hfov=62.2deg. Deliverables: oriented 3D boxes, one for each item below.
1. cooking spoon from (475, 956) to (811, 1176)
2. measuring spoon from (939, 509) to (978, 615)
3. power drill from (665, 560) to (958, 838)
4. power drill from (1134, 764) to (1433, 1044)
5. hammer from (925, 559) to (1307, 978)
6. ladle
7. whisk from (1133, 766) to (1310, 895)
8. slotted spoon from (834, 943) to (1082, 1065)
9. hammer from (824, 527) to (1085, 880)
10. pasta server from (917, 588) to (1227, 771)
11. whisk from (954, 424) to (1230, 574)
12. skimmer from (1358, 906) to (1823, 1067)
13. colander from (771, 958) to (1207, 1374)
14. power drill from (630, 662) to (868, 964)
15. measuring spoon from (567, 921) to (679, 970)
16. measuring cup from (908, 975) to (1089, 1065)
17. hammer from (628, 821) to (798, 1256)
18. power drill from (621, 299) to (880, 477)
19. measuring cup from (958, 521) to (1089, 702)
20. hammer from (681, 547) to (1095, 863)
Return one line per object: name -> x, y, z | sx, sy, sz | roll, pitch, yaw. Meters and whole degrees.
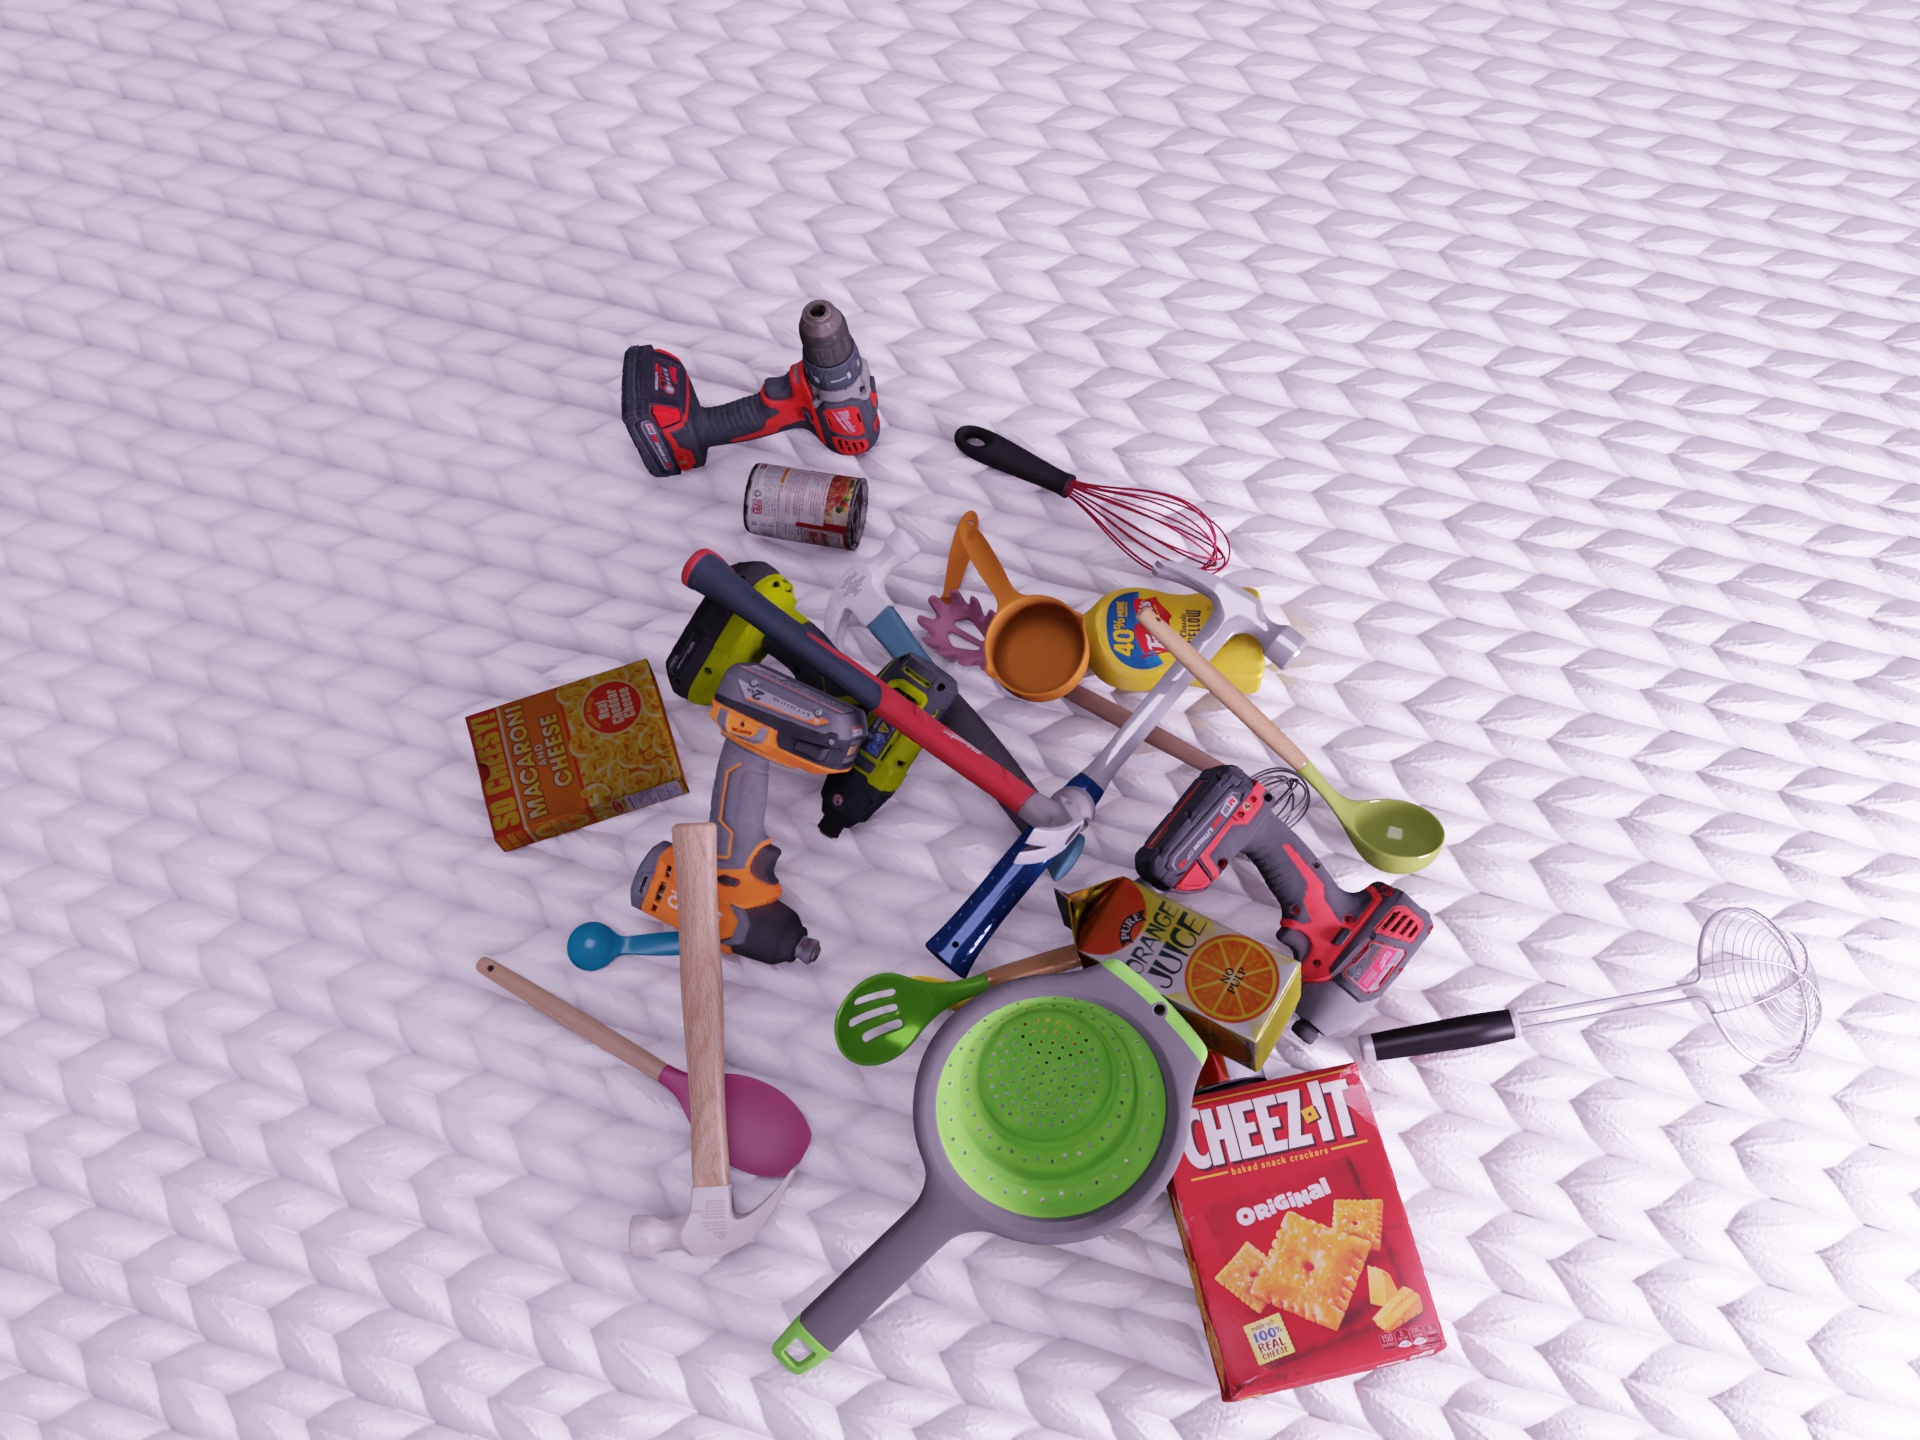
cooking spoon -> -0.261, 0.272, 1.286 | 0.319, 0.017, 0.069 | 27, 76, 13
measuring spoon -> -0.002, -0.145, 1.471 | 0.021, 0.011, 0.117 | 11, 63, 6
power drill -> -0.135, -0.020, 1.367 | 0.223, 0.080, 0.171 | 35, 99, 15
power drill -> 0.253, 0.148, 1.270 | 0.219, 0.078, 0.143 | 39, 86, -1
hammer -> 0.111, 0.040, 1.318 | 0.144, 0.035, 0.405 | 39, 78, 8
ladle -> 0.269, 0.012, 1.300 | 0.320, 0.062, 0.078 | 42, 39, -9
whisk -> 0.195, 0.117, 1.329 | 0.239, 0.055, 0.055 | -35, 69, -8
slotted spoon -> 0.043, 0.203, 1.265 | 0.313, 0.031, 0.070 | -14, 100, -20
hammer -> -0.002, -0.004, 1.375 | 0.128, 0.033, 0.331 | -41, 75, 13
pasta server -> 0.102, -0.024, 1.384 | 0.316, 0.040, 0.060 | 29, 86, 19
whisk -> 0.117, -0.208, 1.470 | 0.296, 0.073, 0.073 | 29, 70, 20
skimmer -> 0.501, 0.235, 1.271 | 0.363, 0.090, 0.127 | -12, 73, 8
colander -> 0.008, 0.339, 1.211 | 0.397, 0.094, 0.204 | -44, 94, 3
power drill -> -0.158, 0.084, 1.297 | 0.164, 0.084, 0.226 | 25, 99, 12
measuring spoon -> -0.265, 0.184, 1.323 | 0.128, 0.021, 0.042 | -3, 66, 1
measuring cup -> 0.029, 0.238, 1.288 | 0.156, 0.029, 0.062 | 16, 67, 11
hammer -> -0.197, 0.245, 1.239 | 0.130, 0.031, 0.331 | -3, 84, -1
power drill -> -0.192, -0.305, 1.454 | 0.226, 0.187, 0.080 | -5, 65, 4
measuring cup -> 0.047, -0.094, 1.371 | 0.095, 0.052, 0.174 | -31, 73, 4
hammer -> -0.072, -0.018, 1.253 | 0.386, 0.143, 0.038 | 35, 108, 12
